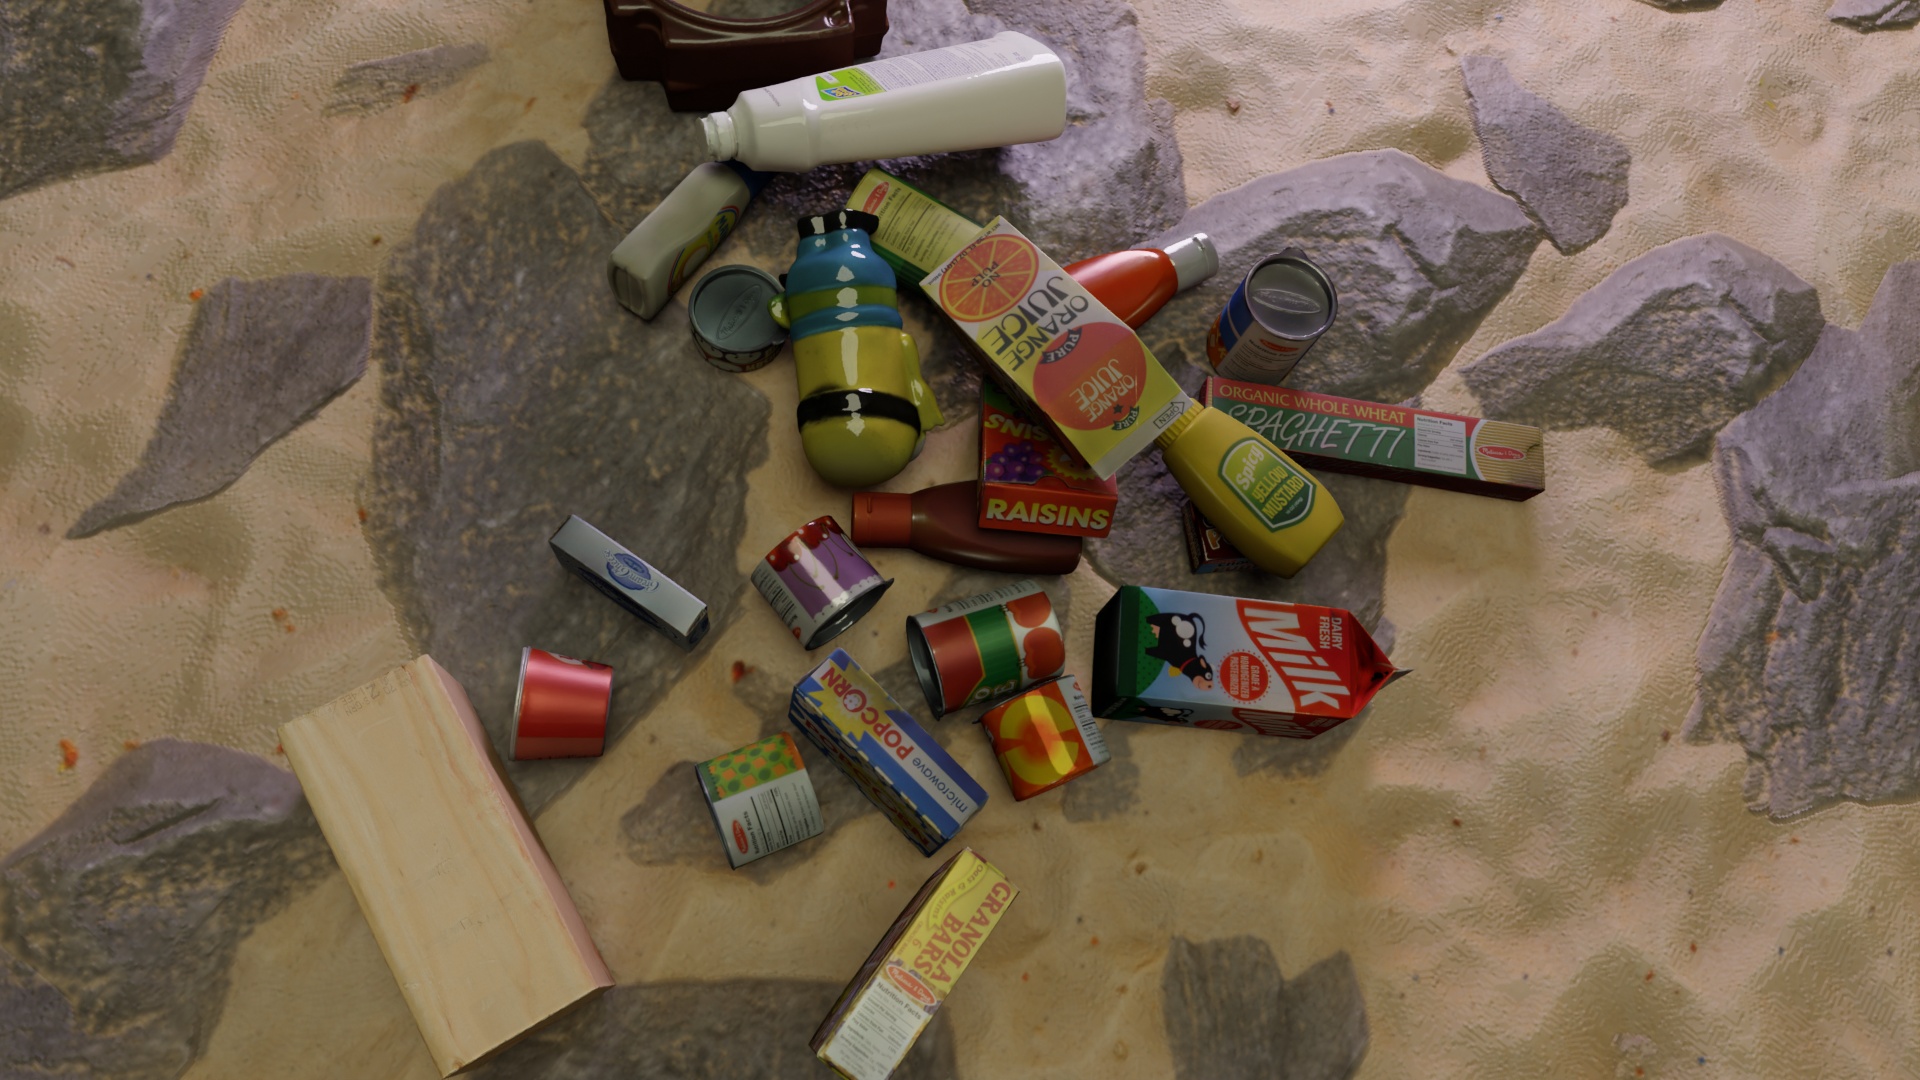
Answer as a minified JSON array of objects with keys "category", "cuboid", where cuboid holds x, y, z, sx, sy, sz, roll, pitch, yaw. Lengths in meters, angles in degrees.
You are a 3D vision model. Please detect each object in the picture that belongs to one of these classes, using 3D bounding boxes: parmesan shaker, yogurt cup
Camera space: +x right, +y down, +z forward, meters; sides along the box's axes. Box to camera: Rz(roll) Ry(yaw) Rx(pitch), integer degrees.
[{"category":"parmesan shaker","cuboid":[-0.030,-0.202,0.958,0.103,0.071,0.071,30,70,1]},{"category":"yogurt cup","cuboid":[-0.237,0.099,0.825,0.054,0.072,0.072,7,71,-15]}]

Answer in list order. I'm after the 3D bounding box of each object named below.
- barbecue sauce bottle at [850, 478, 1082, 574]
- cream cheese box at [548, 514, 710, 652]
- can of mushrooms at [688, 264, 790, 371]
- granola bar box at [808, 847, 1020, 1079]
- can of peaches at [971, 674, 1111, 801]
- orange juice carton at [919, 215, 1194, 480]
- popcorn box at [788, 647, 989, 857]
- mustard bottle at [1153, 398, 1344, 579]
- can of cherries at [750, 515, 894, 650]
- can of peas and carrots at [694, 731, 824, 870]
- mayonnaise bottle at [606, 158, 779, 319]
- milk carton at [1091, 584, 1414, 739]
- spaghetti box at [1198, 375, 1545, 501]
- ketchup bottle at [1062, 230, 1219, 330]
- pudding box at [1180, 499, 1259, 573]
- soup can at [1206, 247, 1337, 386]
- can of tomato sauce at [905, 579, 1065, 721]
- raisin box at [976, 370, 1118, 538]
[{"category":"barbecue sauce bottle","cuboid":[0.003,-0.011,0.909,0.149,0.043,0.065,2,59,-7]},{"category":"cream cheese box","cuboid":[-0.203,0.027,0.859,0.104,0.053,0.024,34,72,3]},{"category":"can of mushrooms","cuboid":[-0.148,-0.148,0.938,0.071,0.033,0.071,3,70,-8]},{"category":"granola bar box","cuboid":[-0.030,0.235,0.756,0.039,0.165,0.124,37,71,5]},{"category":"can of peaches","cuboid":[0.050,0.124,0.860,0.071,0.071,0.058,-22,77,-15]},{"category":"orange juice carton","cuboid":[0.061,-0.114,0.864,0.072,0.073,0.193,-41,52,1]},{"category":"popcorn box","cuboid":[-0.045,0.129,0.832,0.127,0.085,0.038,44,70,7]},{"category":"mustard bottle","cuboid":[0.174,-0.046,0.912,0.160,0.048,0.065,42,68,7]},{"category":"can of cherries","cuboid":[-0.087,0.025,0.872,0.072,0.071,0.058,-37,79,-18]},{"category":"can of peas and carrots","cuboid":[-0.120,0.152,0.825,0.059,0.070,0.071,-20,76,-15]},{"category":"mayonnaise bottle","cuboid":[-0.178,-0.219,0.944,0.041,0.064,0.149,35,66,5]},{"category":"milk carton","cuboid":[0.186,0.082,0.891,0.191,0.072,0.073,7,70,-7]},{"category":"spaghetti box","cuboid":[0.289,-0.072,0.982,0.250,0.028,0.050,8,71,-6]},{"category":"ketchup bottle","cuboid":[0.113,-0.176,0.982,0.149,0.043,0.065,-26,70,-16]},{"category":"pudding box","cuboid":[0.197,-0.007,0.945,0.084,0.030,0.050,-4,71,-10]},{"category":"soup can","cuboid":[0.216,-0.153,0.969,0.071,0.083,0.071,3,71,-8]},{"category":"can of tomato sauce","cuboid":[0.016,0.069,0.873,0.083,0.071,0.071,-17,75,-14]},{"category":"raisin box","cuboid":[0.055,-0.058,0.905,0.086,0.039,0.124,6,42,-4]}]
